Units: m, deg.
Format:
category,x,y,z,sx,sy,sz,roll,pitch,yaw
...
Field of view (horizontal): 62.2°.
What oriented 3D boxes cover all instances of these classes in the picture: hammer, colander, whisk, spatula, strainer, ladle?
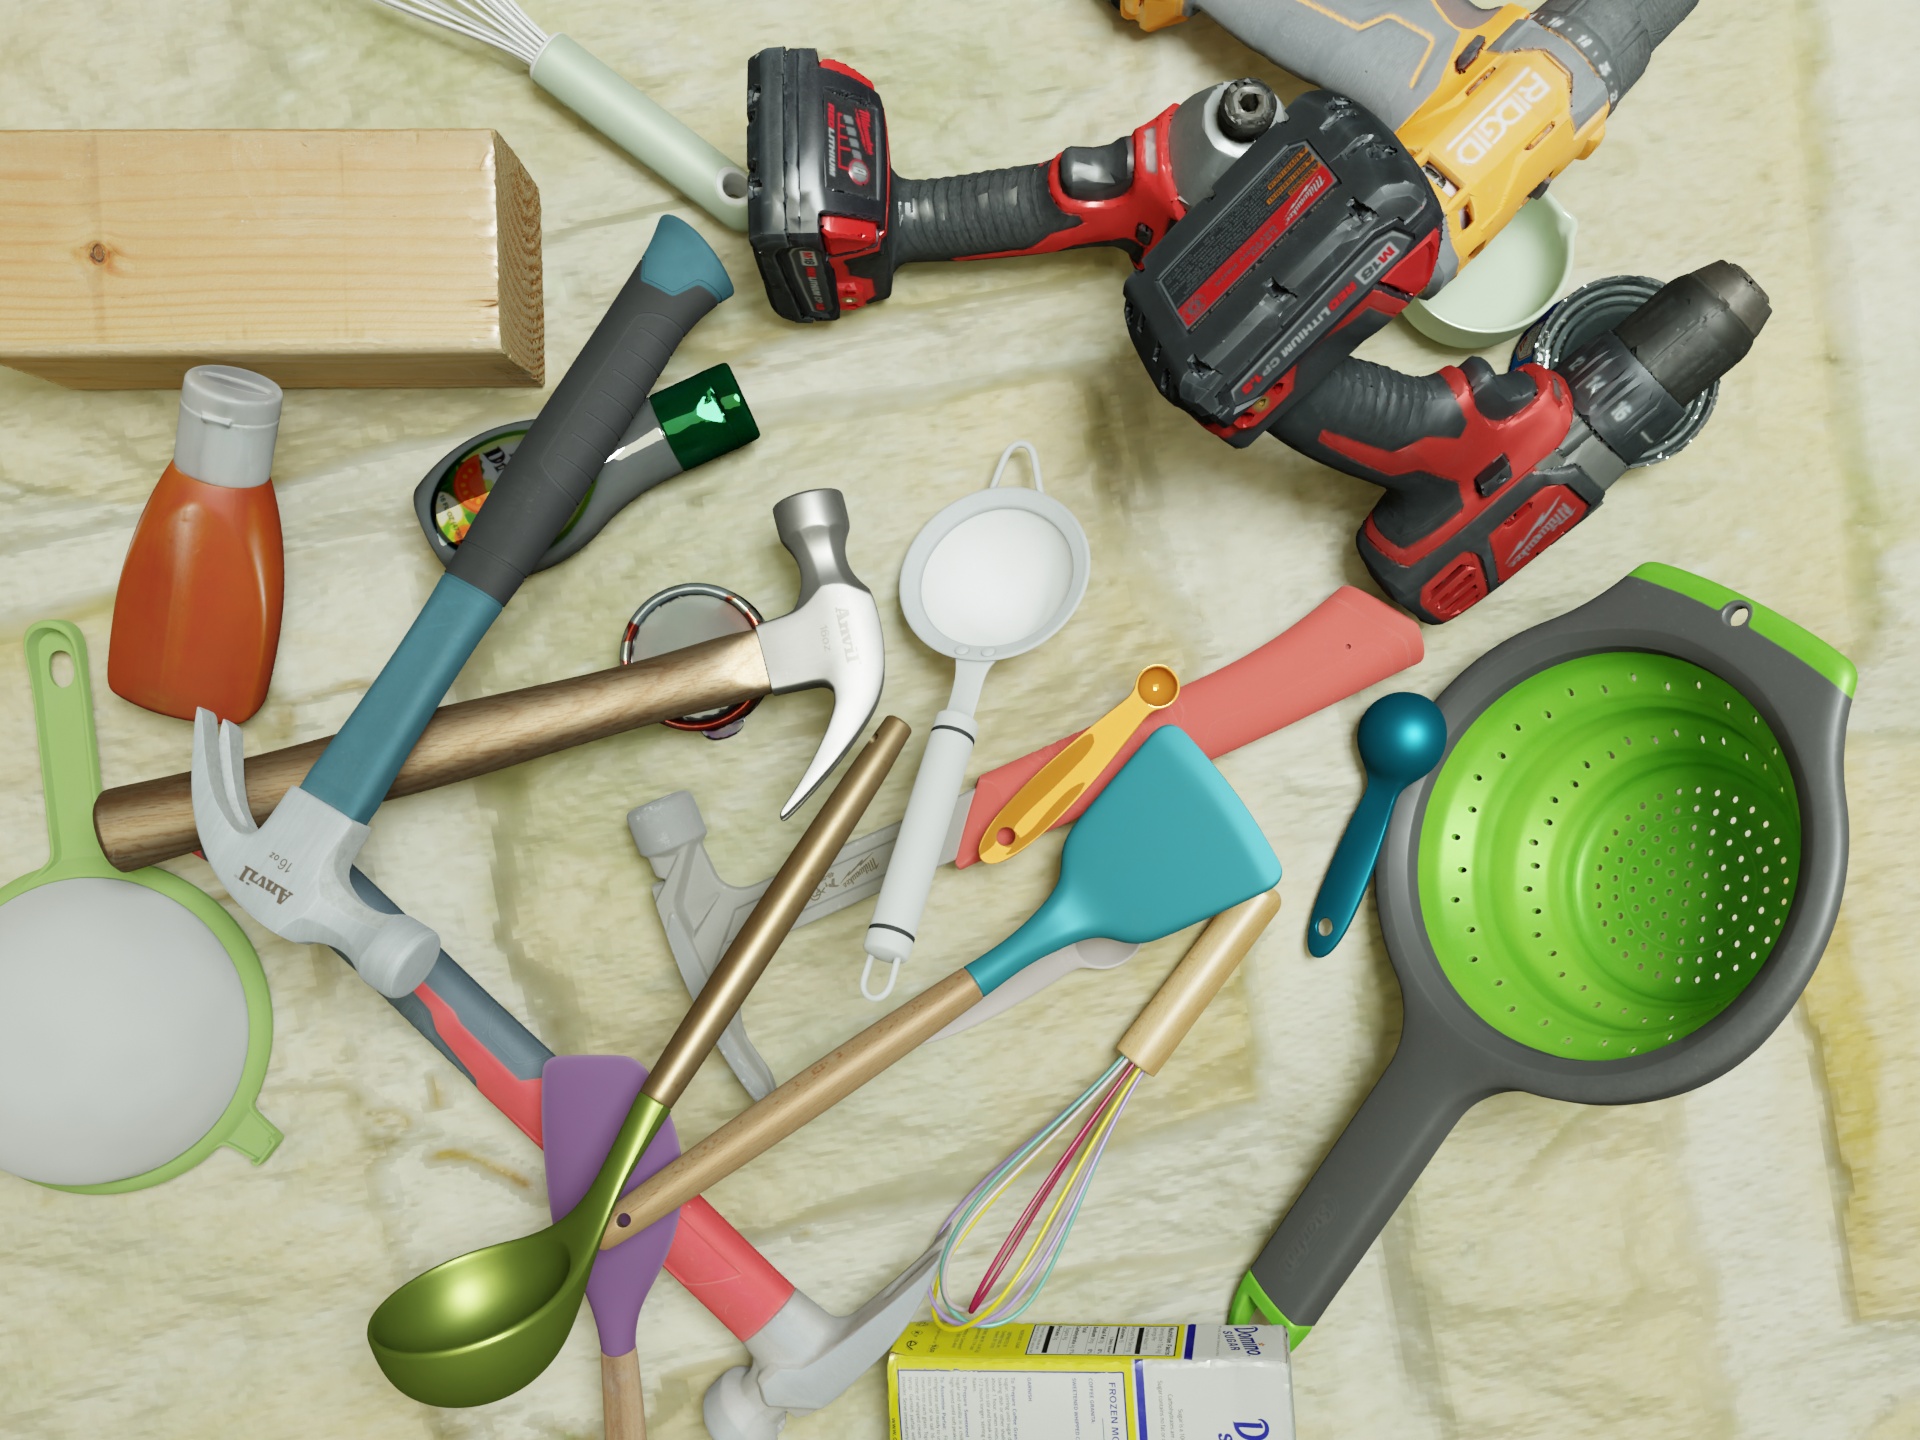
category,x,y,z,sx,sy,sz,roll,pitch,yaw
hammer,-0.181,0.146,0.690,0.386,0.038,0.143,44,107,-1
colander,0.248,0.131,0.695,0.094,0.205,0.397,17,109,-37
whisk,0.067,0.173,0.712,0.051,0.047,0.245,38,85,6
whisk,-0.187,-0.293,0.692,0.246,0.059,0.058,36,73,-8
spatula,-0.016,0.121,0.659,0.317,0.044,0.082,-33,81,-11
strainer,-0.385,0.085,0.677,0.151,0.069,0.256,-5,93,-2
spatula,-0.143,0.293,0.685,0.060,0.018,0.316,0,101,6
hammer,-0.188,-0.063,0.644,0.128,0.033,0.331,28,78,10
hammer,-0.192,0.007,0.664,0.331,0.031,0.130,-15,84,-2
hammer,0.041,0.040,0.713,0.359,0.037,0.149,-23,92,-2
ladle,-0.116,0.122,0.634,0.062,0.078,0.320,42,70,-28
strainer,-0.001,-0.002,0.672,0.087,0.050,0.259,6,62,21

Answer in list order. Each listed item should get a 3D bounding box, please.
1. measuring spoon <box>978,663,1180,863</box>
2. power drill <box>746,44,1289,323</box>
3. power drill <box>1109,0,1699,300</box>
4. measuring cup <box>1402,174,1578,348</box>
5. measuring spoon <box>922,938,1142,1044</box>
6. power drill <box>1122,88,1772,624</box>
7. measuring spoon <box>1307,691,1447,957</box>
category,x,y,z,sx,sy,sz,roll,pitch,yaw
measuring spoon,0.050,0.019,0.692,0.021,0.011,0.117,45,93,-4
power drill,0.027,-0.220,0.654,0.219,0.143,0.078,-1,86,-1
power drill,0.184,-0.316,0.675,0.185,0.084,0.226,-44,83,-2
measuring cup,0.218,-0.247,0.719,0.083,0.038,0.168,-17,81,1
measuring spoon,0.026,0.115,0.726,0.124,0.018,0.034,-27,120,4
power drill,0.197,-0.146,0.626,0.226,0.080,0.188,27,122,-36
measuring spoon,0.179,0.047,0.715,0.021,0.042,0.128,16,96,-45
